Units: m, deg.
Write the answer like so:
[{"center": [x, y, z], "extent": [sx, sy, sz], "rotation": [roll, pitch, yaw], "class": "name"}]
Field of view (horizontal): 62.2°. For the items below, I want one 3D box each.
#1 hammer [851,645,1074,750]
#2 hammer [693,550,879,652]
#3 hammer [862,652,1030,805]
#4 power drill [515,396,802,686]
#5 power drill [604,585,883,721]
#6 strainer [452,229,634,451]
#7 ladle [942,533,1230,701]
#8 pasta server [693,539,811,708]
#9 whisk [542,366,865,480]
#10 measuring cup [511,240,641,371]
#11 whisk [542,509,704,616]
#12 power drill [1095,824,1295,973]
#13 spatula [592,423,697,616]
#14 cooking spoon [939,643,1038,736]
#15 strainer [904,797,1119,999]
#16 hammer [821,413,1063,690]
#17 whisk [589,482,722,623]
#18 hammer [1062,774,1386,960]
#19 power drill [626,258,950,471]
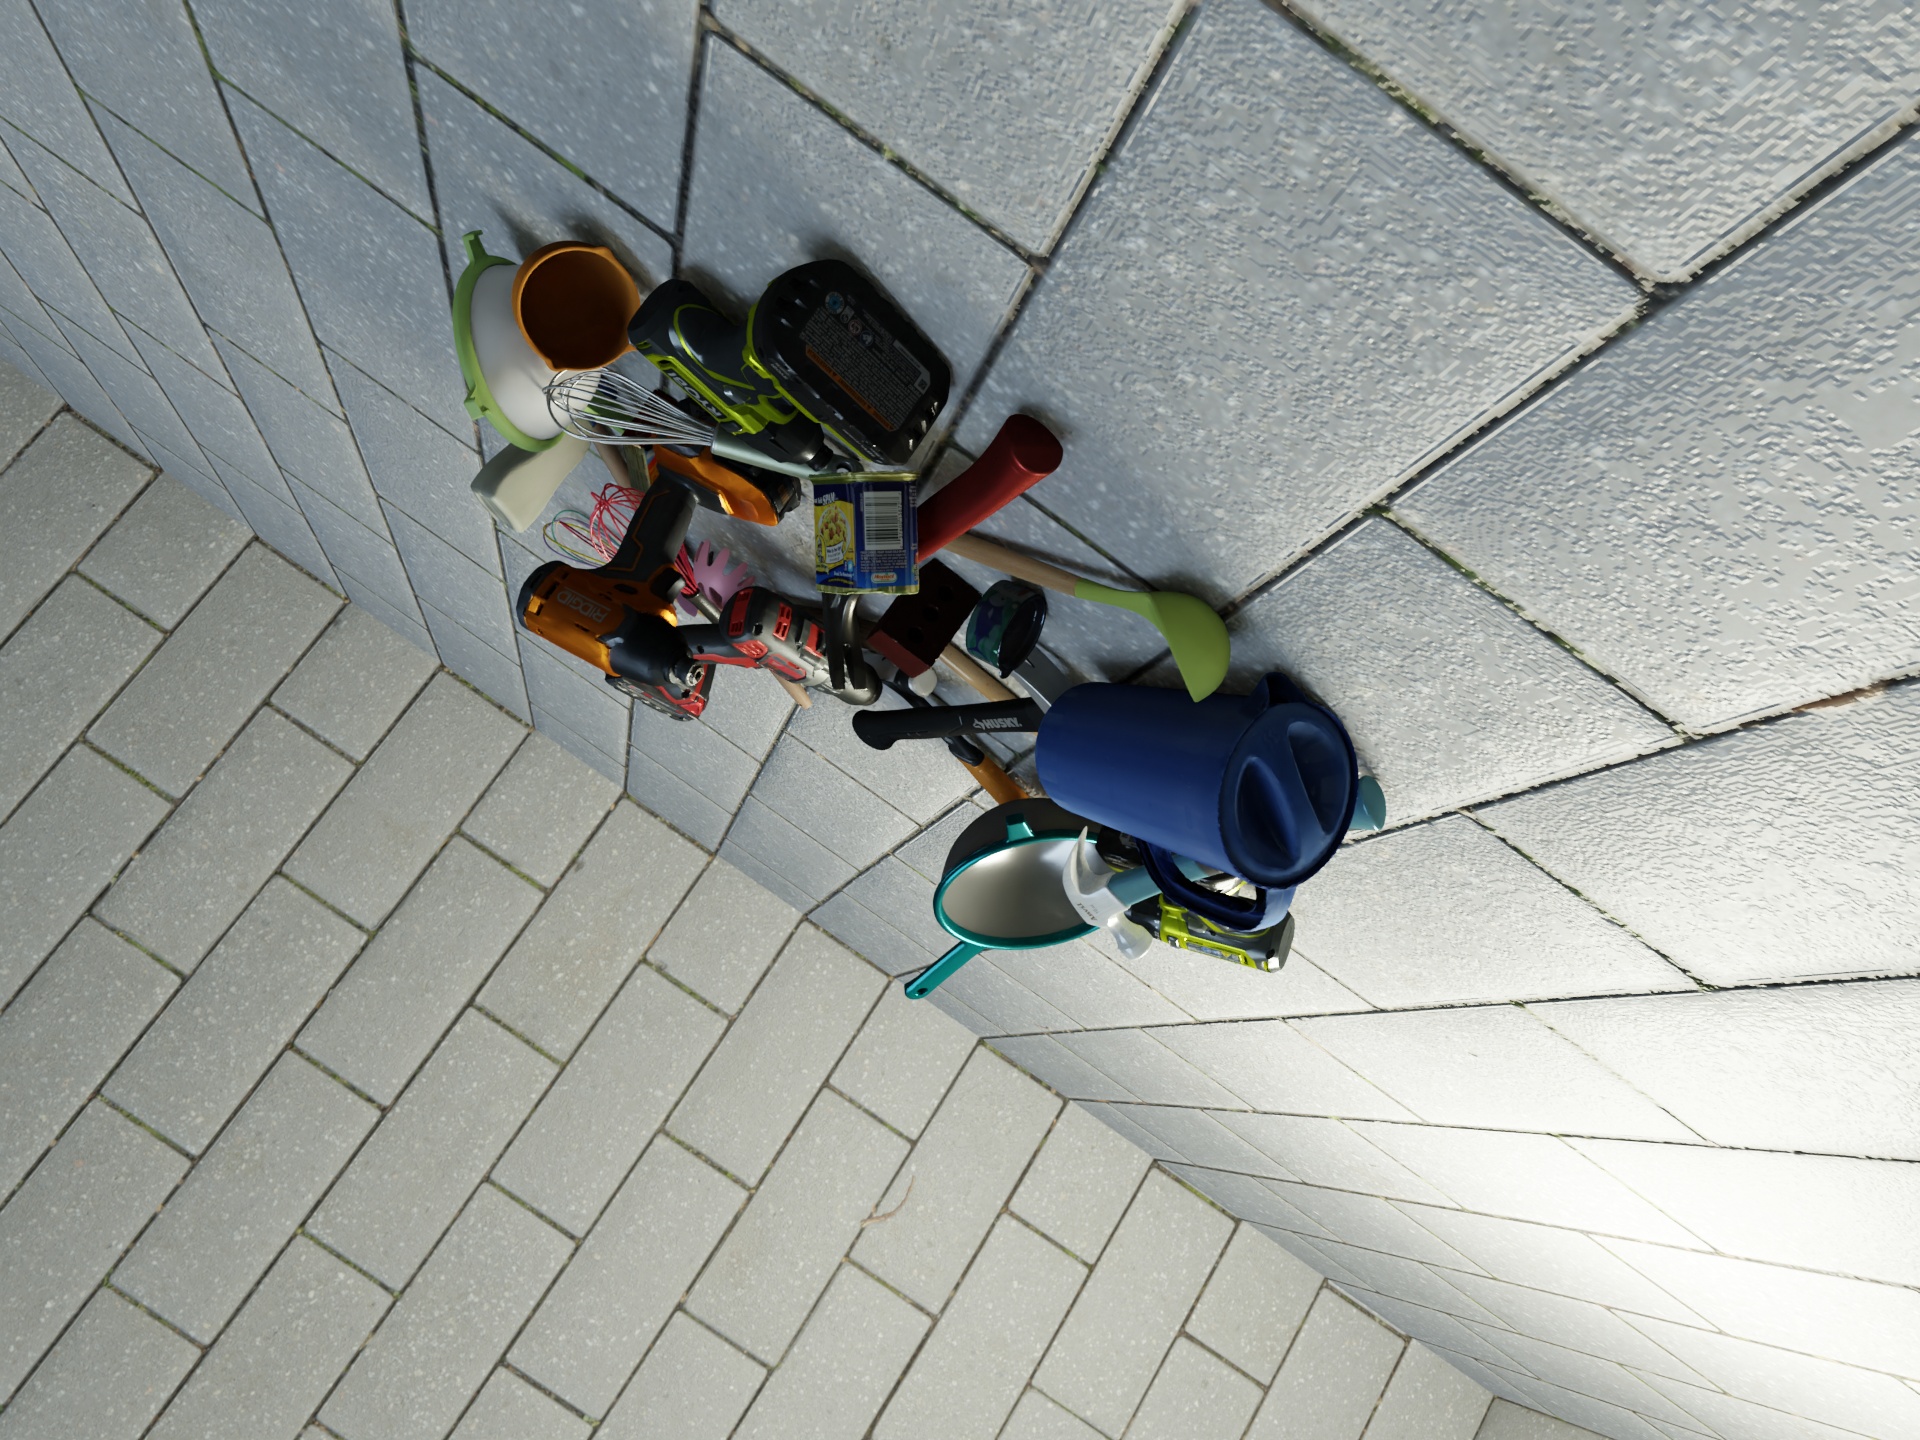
[{"center": [-0.002, -0.005, 1.433], "extent": [0.335, 0.035, 0.146], "rotation": [-4, 127, 55], "class": "hammer"}, {"center": [-0.153, -0.100, 1.552], "extent": [0.331, 0.031, 0.129], "rotation": [16, 156, 45], "class": "hammer"}, {"center": [0.014, 0.045, 1.633], "extent": [0.127, 0.034, 0.336], "rotation": [11, 151, 51], "class": "hammer"}, {"center": [-0.223, -0.132, 1.260], "extent": [0.164, 0.226, 0.084], "rotation": [27, 162, 21], "class": "power drill"}, {"center": [-0.202, -0.054, 1.503], "extent": [0.227, 0.080, 0.187], "rotation": [-6, 154, 37], "class": "power drill"}, {"center": [-0.298, -0.277, 1.269], "extent": [0.069, 0.151, 0.256], "rotation": [-9, 166, 20], "class": "strainer"}, {"center": [0.059, -0.094, 1.144], "extent": [0.320, 0.062, 0.078], "rotation": [25, 160, 36], "class": "ladle"}, {"center": [-0.197, -0.084, 1.583], "extent": [0.060, 0.040, 0.316], "rotation": [26, 166, 22], "class": "pasta server"}, {"center": [-0.191, -0.214, 1.191], "extent": [0.246, 0.058, 0.059], "rotation": [15, 172, -7], "class": "whisk"}, {"center": [-0.245, -0.289, 1.168], "extent": [0.173, 0.095, 0.052], "rotation": [19, -165, -32], "class": "measuring cup"}, {"center": [-0.349, -0.164, 1.738], "extent": [0.245, 0.051, 0.047], "rotation": [27, -177, 9], "class": "whisk"}, {"center": [0.199, 0.148, 1.455], "extent": [0.191, 0.080, 0.228], "rotation": [13, 155, 24], "class": "power drill"}, {"center": [-0.310, -0.205, 1.548], "extent": [0.018, 0.060, 0.315], "rotation": [-4, 146, 12], "class": "spatula"}, {"center": [0.063, 0.000, 1.447], "extent": [0.318, 0.017, 0.069], "rotation": [39, 161, -15], "class": "cooking spoon"}, {"center": [0.036, 0.175, 1.644], "extent": [0.210, 0.095, 0.340], "rotation": [17, 136, -31], "class": "strainer"}, {"center": [-0.026, -0.125, 1.134], "extent": [0.036, 0.149, 0.359], "rotation": [-2, 171, -25], "class": "hammer"}, {"center": [-0.266, -0.135, 1.516], "extent": [0.073, 0.073, 0.295], "rotation": [24, 167, 30], "class": "whisk"}, {"center": [0.205, 0.109, 1.269], "extent": [0.128, 0.033, 0.331], "rotation": [46, 140, -14], "class": "hammer"}, {"center": [-0.111, -0.228, 1.064], "extent": [0.171, 0.080, 0.223], "rotation": [40, 166, -30], "class": "power drill"}]
